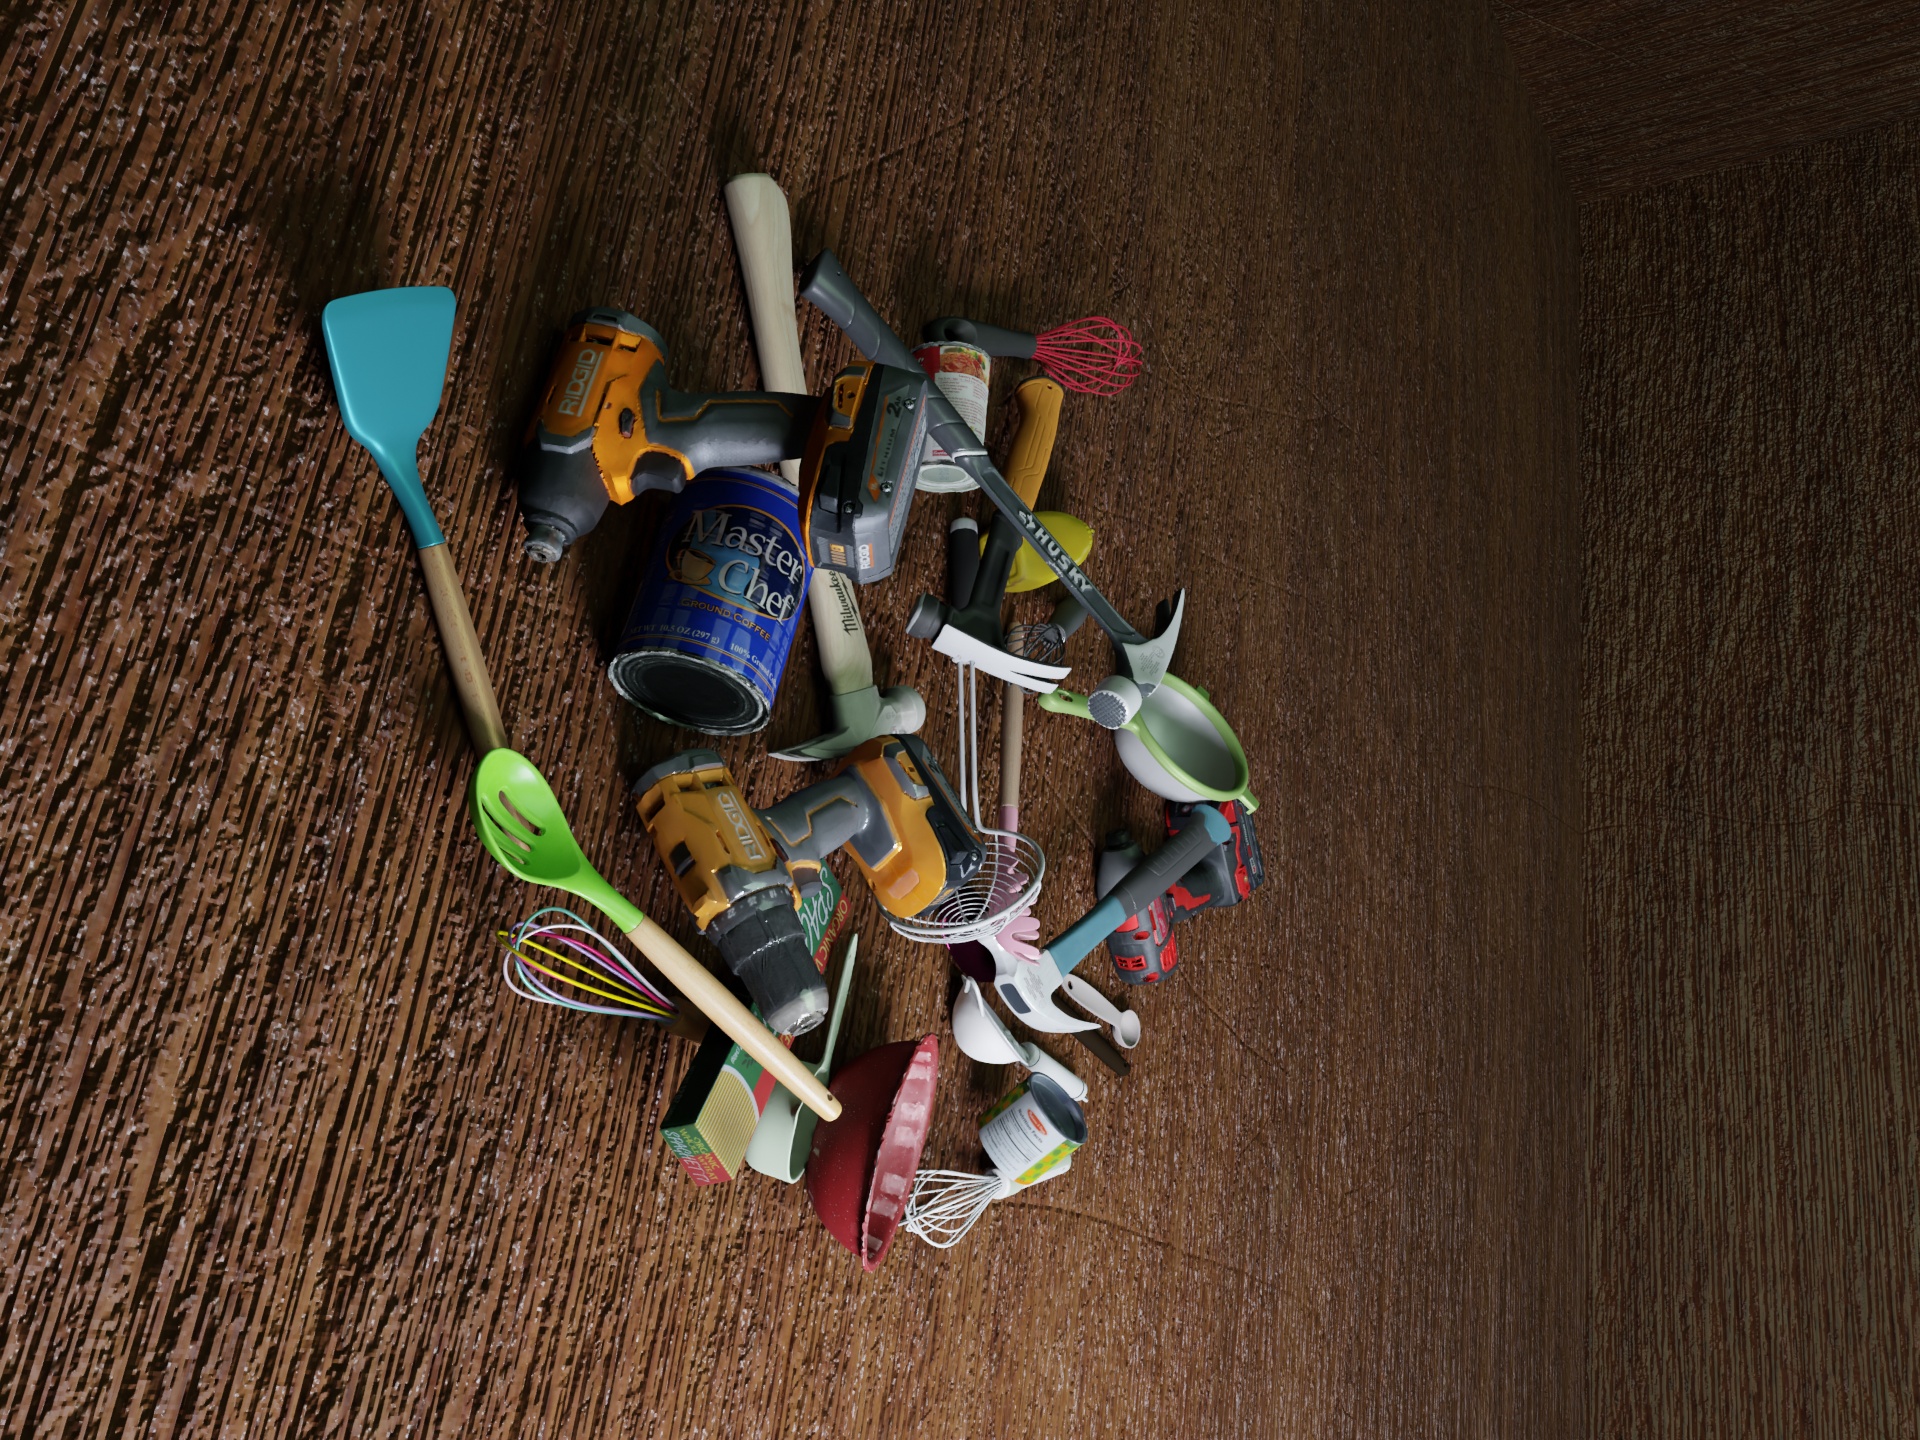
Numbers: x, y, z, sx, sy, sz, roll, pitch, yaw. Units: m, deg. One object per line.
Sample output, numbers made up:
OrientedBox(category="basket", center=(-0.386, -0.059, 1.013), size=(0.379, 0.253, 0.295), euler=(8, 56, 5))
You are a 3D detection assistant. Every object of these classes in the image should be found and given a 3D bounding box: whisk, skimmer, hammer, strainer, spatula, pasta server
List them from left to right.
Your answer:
OrientedBox(category="spatula", center=(-0.276, -0.071, 0.867), size=(0.082, 0.044, 0.317), euler=(-28, 109, -51))
OrientedBox(category="whisk", center=(-0.190, 0.168, 0.959), size=(0.244, 0.047, 0.051), euler=(41, 51, -51))
OrientedBox(category="hammer", center=(-0.117, -0.176, 1.124), size=(0.146, 0.038, 0.410), euler=(-20, 101, -54))
OrientedBox(category="skimmer", center=(-0.002, -0.004, 1.213), size=(0.090, 0.127, 0.364), euler=(51, 35, -63))
OrientedBox(category="hammer", center=(0.023, -0.187, 1.196), size=(0.409, 0.036, 0.149), euler=(49, 46, -8))
OrientedBox(category="whisk", center=(0.024, 0.361, 1.233), size=(0.246, 0.058, 0.059), euler=(7, 48, -59))
OrientedBox(category="pasta server", center=(0.047, 0.049, 1.276), size=(0.060, 0.040, 0.316), euler=(83, 9, -55))
OrientedBox(category="hammer", center=(0.050, -0.168, 1.299), size=(0.127, 0.034, 0.337), euler=(24, 48, -11))
OrientedBox(category="strainer", center=(0.050, 0.270, 1.289), size=(0.087, 0.050, 0.258), euler=(51, 4, 41))
OrientedBox(category="whisk", center=(0.071, -0.330, 1.408), size=(0.295, 0.073, 0.073), euler=(-8, 92, -50))
OrientedBox(category="whisk", center=(0.077, -0.075, 1.351), size=(0.239, 0.055, 0.055), euler=(-48, 124, -66))
OrientedBox(category="hammer", center=(0.138, 0.153, 1.354), size=(0.331, 0.033, 0.128), euler=(-32, 98, -45))
OrientedBox(category="strainer", center=(0.154, 0.018, 1.462), size=(0.256, 0.069, 0.152), euler=(14, 43, -38))

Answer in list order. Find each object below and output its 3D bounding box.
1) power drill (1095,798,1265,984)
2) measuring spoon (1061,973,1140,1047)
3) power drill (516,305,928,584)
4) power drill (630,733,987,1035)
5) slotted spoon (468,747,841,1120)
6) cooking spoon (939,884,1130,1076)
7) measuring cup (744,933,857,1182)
OrientedBox(category="power drill", center=(0.200, 0.142, 1.502), size=(0.219, 0.078, 0.143), euler=(-30, 109, -50))
OrientedBox(category="measuring spoon", center=(0.121, 0.257, 1.422), size=(0.124, 0.018, 0.034), euler=(41, 52, -36))
OrientedBox(category="power drill", center=(-0.144, -0.150, 0.934), size=(0.084, 0.226, 0.164), euler=(91, 11, -64))
OrientedBox(category="power drill", center=(-0.084, 0.098, 1.023), size=(0.226, 0.084, 0.185), euler=(-7, 60, -50))
OrientedBox(category="slotted spoon", center=(-0.171, 0.135, 0.915), size=(0.313, 0.031, 0.070), euler=(49, 27, -24))
OrientedBox(category="cooking spoon", center=(0.069, 0.230, 1.340), size=(0.318, 0.017, 0.069), euler=(48, 43, -41))
OrientedBox(category="measuring cup", center=(-0.105, 0.217, 1.050), size=(0.083, 0.038, 0.168), euler=(78, 24, -66))
